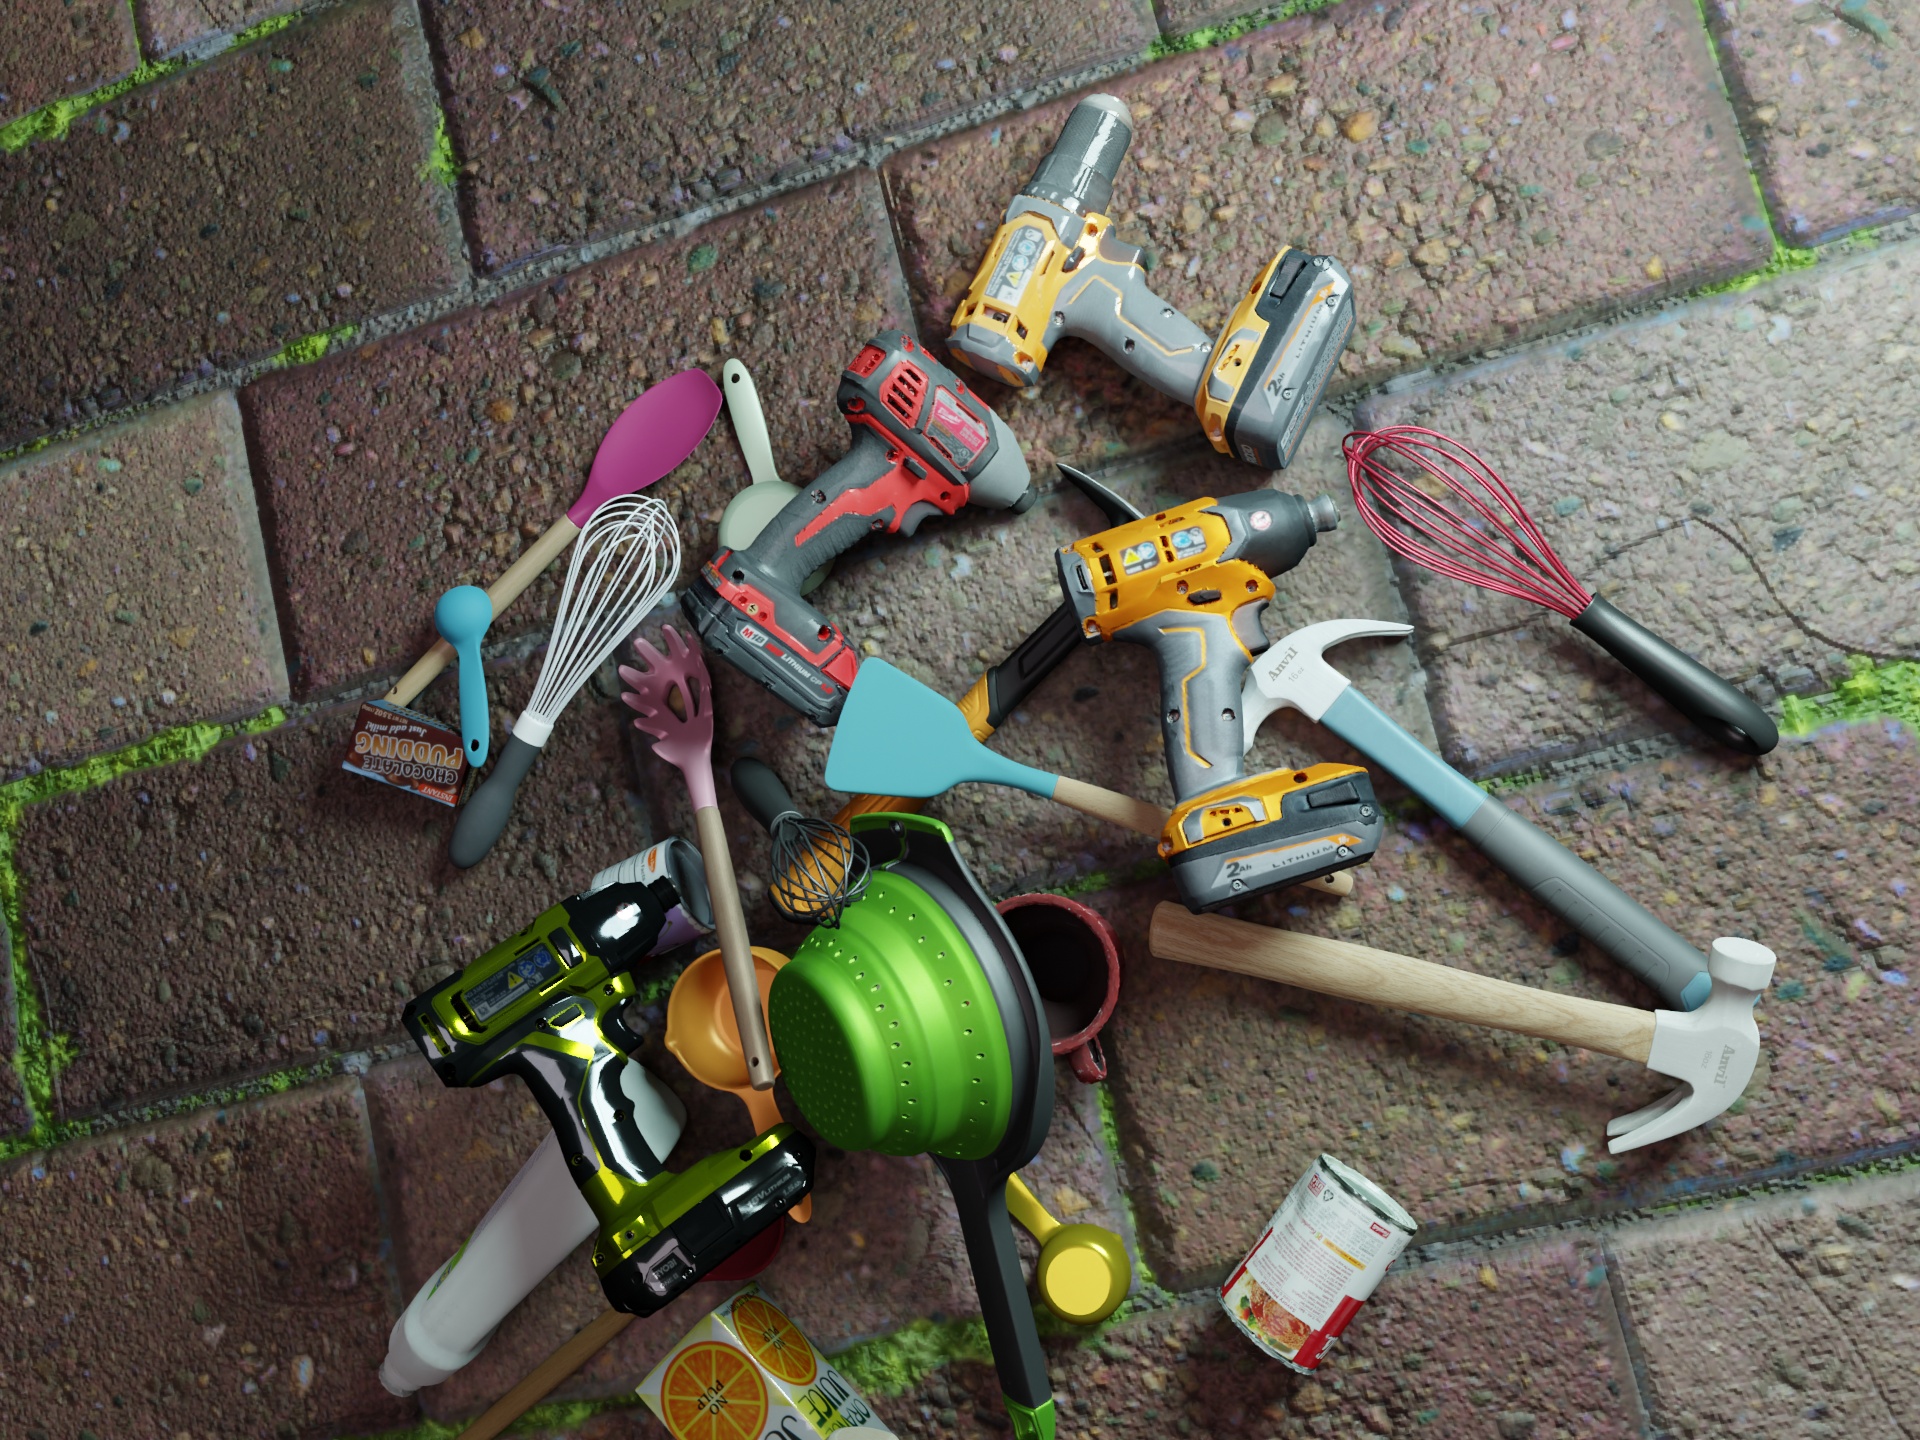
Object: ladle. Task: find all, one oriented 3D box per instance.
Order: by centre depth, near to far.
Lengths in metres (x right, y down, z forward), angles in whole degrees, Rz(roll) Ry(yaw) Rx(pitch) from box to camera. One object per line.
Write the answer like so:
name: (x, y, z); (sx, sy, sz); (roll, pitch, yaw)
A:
ladle: (-0.229, 0.392, 1.021); (0.315, 0.031, 0.069); (-41, 72, 9)

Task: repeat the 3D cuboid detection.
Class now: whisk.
whisk: (0.340, -0.076, 0.910); (0.296, 0.073, 0.073); (38, 95, 8)
whisk: (-0.103, 0.061, 0.931); (0.055, 0.239, 0.055); (-6, 107, -19)
whisk: (-0.267, -0.022, 1.051); (0.070, 0.070, 0.284); (33, 99, 13)

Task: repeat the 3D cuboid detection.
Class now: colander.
colander: (-0.026, 0.255, 0.911); (0.204, 0.094, 0.397); (-2, 103, 56)

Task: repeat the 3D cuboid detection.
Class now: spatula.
spatula: (0.080, 0.050, 0.944); (0.317, 0.044, 0.082); (18, 85, 4)

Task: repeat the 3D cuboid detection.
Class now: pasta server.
pasta server: (-0.154, 0.076, 0.969); (0.060, 0.040, 0.317); (-26, 56, 11)

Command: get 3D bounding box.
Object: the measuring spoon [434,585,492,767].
measuring spoon: (-0.330, -0.031, 1.053); (0.042, 0.021, 0.129); (-16, 72, 17)

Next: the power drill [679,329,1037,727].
power drill: (-0.057, -0.113, 0.976); (0.143, 0.079, 0.219); (37, 93, -28)

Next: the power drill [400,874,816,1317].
power drill: (-0.189, 0.209, 0.918); (0.171, 0.080, 0.223); (-34, 78, -21)

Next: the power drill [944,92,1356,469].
power drill: (0.124, -0.269, 0.966); (0.226, 0.084, 0.185); (25, 90, 18)

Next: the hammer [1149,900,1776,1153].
hammer: (0.270, 0.156, 0.906); (0.331, 0.031, 0.130); (10, 109, 19)

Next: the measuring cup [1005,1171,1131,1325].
measuring cup: (0.038, 0.299, 0.963); (0.156, 0.029, 0.062); (45, 96, 11)

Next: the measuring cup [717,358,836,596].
measuring cup: (-0.133, -0.161, 1.035); (0.083, 0.038, 0.167); (-17, 84, 11)

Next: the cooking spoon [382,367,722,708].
cooking spoon: (-0.279, -0.117, 1.076); (0.319, 0.017, 0.069); (-43, 61, 7)

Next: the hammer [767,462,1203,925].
hammer: (-0.002, -0.003, 0.995); (0.337, 0.034, 0.127); (-46, 78, 6)

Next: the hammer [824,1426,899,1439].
hammer: (-0.155, 0.552, 0.934); (0.146, 0.038, 0.410); (46, 112, 11)

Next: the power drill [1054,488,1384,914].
power drill: (0.162, -0.020, 0.901); (0.164, 0.084, 0.227); (-19, 77, 7)

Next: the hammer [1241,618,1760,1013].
hammer: (0.306, 0.063, 0.918); (0.331, 0.033, 0.128); (40, 96, 13)

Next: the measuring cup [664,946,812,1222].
measuring cup: (-0.120, 0.225, 0.996); (0.095, 0.052, 0.174); (-22, 83, 11)
